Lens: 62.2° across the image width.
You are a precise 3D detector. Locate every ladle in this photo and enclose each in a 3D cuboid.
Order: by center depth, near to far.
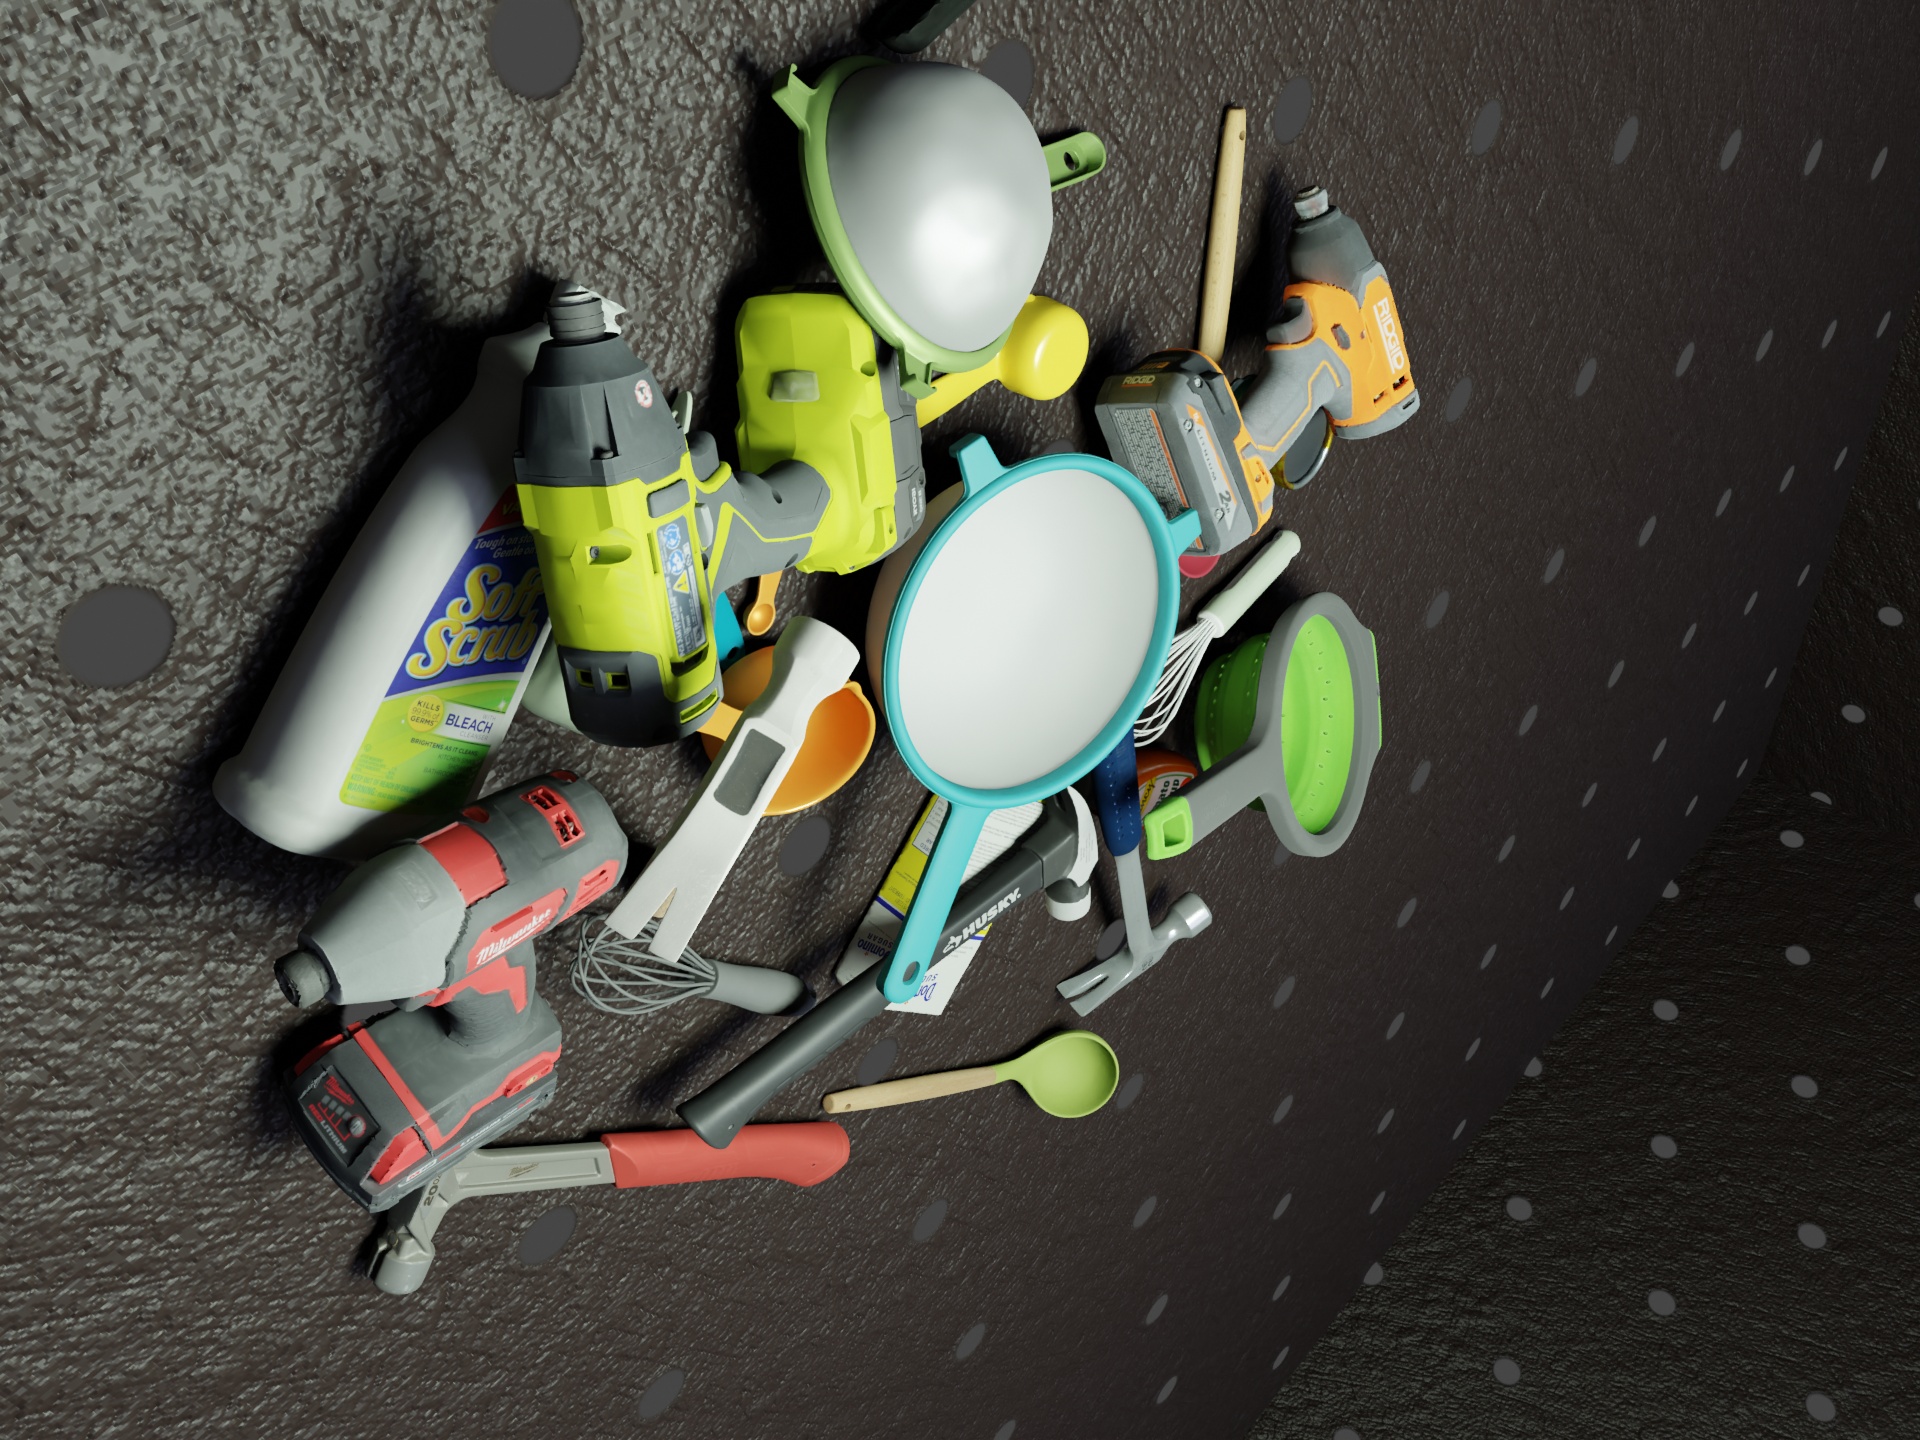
[{"bbox_3d":[0.164,-0.238,1.044,0.069,0.031,0.315,-30,135,-37],"label":"ladle"},{"bbox_3d":[0.015,0.285,1.232,0.320,0.062,0.078,6,110,-51],"label":"ladle"}]

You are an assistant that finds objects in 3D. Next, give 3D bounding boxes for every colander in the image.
[{"bbox_3d":[0.201,0.023,1.184,0.397,0.094,0.204,-25,112,-53],"label":"colander"}]

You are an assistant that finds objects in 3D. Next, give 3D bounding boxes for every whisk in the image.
[{"bbox_3d":[-0.147,0.152,0.927,0.055,0.055,0.238,-59,150,0],"label":"whisk"},{"bbox_3d":[0.181,-0.067,1.187,0.246,0.059,0.058,-45,-179,-27],"label":"whisk"}]

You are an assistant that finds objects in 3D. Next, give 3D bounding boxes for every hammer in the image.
[{"bbox_3d":[-0.121,0.056,0.724,0.130,0.031,0.331,-61,-173,-20],"label":"hammer"},{"bbox_3d":[-0.183,0.259,0.970,0.358,0.037,0.149,17,101,-55],"label":"hammer"},{"bbox_3d":[-0.038,0.153,1.001,0.335,0.035,0.146,-34,141,-28],"label":"hammer"},{"bbox_3d":[0.118,0.100,1.174,0.144,0.035,0.405,-36,149,-12],"label":"hammer"}]

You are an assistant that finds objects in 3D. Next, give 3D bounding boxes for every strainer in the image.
[{"bbox_3d":[0.027,-0.263,0.765,0.256,0.069,0.151,-40,110,-49],"label":"strainer"},{"bbox_3d":[-0.001,-0.003,0.939,0.210,0.095,0.340,10,106,-42],"label":"strainer"}]

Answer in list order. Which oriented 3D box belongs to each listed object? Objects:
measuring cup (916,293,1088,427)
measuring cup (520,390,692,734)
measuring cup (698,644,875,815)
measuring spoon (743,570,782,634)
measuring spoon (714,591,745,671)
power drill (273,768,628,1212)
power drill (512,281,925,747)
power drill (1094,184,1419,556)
[{"bbox_3d":[0.016,-0.187,0.886,0.156,0.029,0.062,-37,141,-32],"label":"measuring cup"},{"bbox_3d":[-0.161,-0.078,0.723,0.038,0.083,0.167,22,81,-40],"label":"measuring cup"},{"bbox_3d":[-0.122,-0.010,0.825,0.173,0.052,0.095,24,110,-47],"label":"measuring cup"},{"bbox_3d":[-0.097,-0.101,0.829,0.021,0.011,0.117,-9,119,-51],"label":"measuring spoon"},{"bbox_3d":[-0.125,-0.065,0.805,0.042,0.021,0.128,-43,144,-23],"label":"measuring spoon"},{"bbox_3d":[-0.230,0.120,0.692,0.143,0.079,0.219,-31,159,-40],"label":"power drill"},{"bbox_3d":[-0.099,-0.110,0.679,0.223,0.080,0.171,-45,135,-56],"label":"power drill"},{"bbox_3d":[0.191,-0.221,0.996,0.226,0.084,0.164,-38,119,-27],"label":"power drill"}]
